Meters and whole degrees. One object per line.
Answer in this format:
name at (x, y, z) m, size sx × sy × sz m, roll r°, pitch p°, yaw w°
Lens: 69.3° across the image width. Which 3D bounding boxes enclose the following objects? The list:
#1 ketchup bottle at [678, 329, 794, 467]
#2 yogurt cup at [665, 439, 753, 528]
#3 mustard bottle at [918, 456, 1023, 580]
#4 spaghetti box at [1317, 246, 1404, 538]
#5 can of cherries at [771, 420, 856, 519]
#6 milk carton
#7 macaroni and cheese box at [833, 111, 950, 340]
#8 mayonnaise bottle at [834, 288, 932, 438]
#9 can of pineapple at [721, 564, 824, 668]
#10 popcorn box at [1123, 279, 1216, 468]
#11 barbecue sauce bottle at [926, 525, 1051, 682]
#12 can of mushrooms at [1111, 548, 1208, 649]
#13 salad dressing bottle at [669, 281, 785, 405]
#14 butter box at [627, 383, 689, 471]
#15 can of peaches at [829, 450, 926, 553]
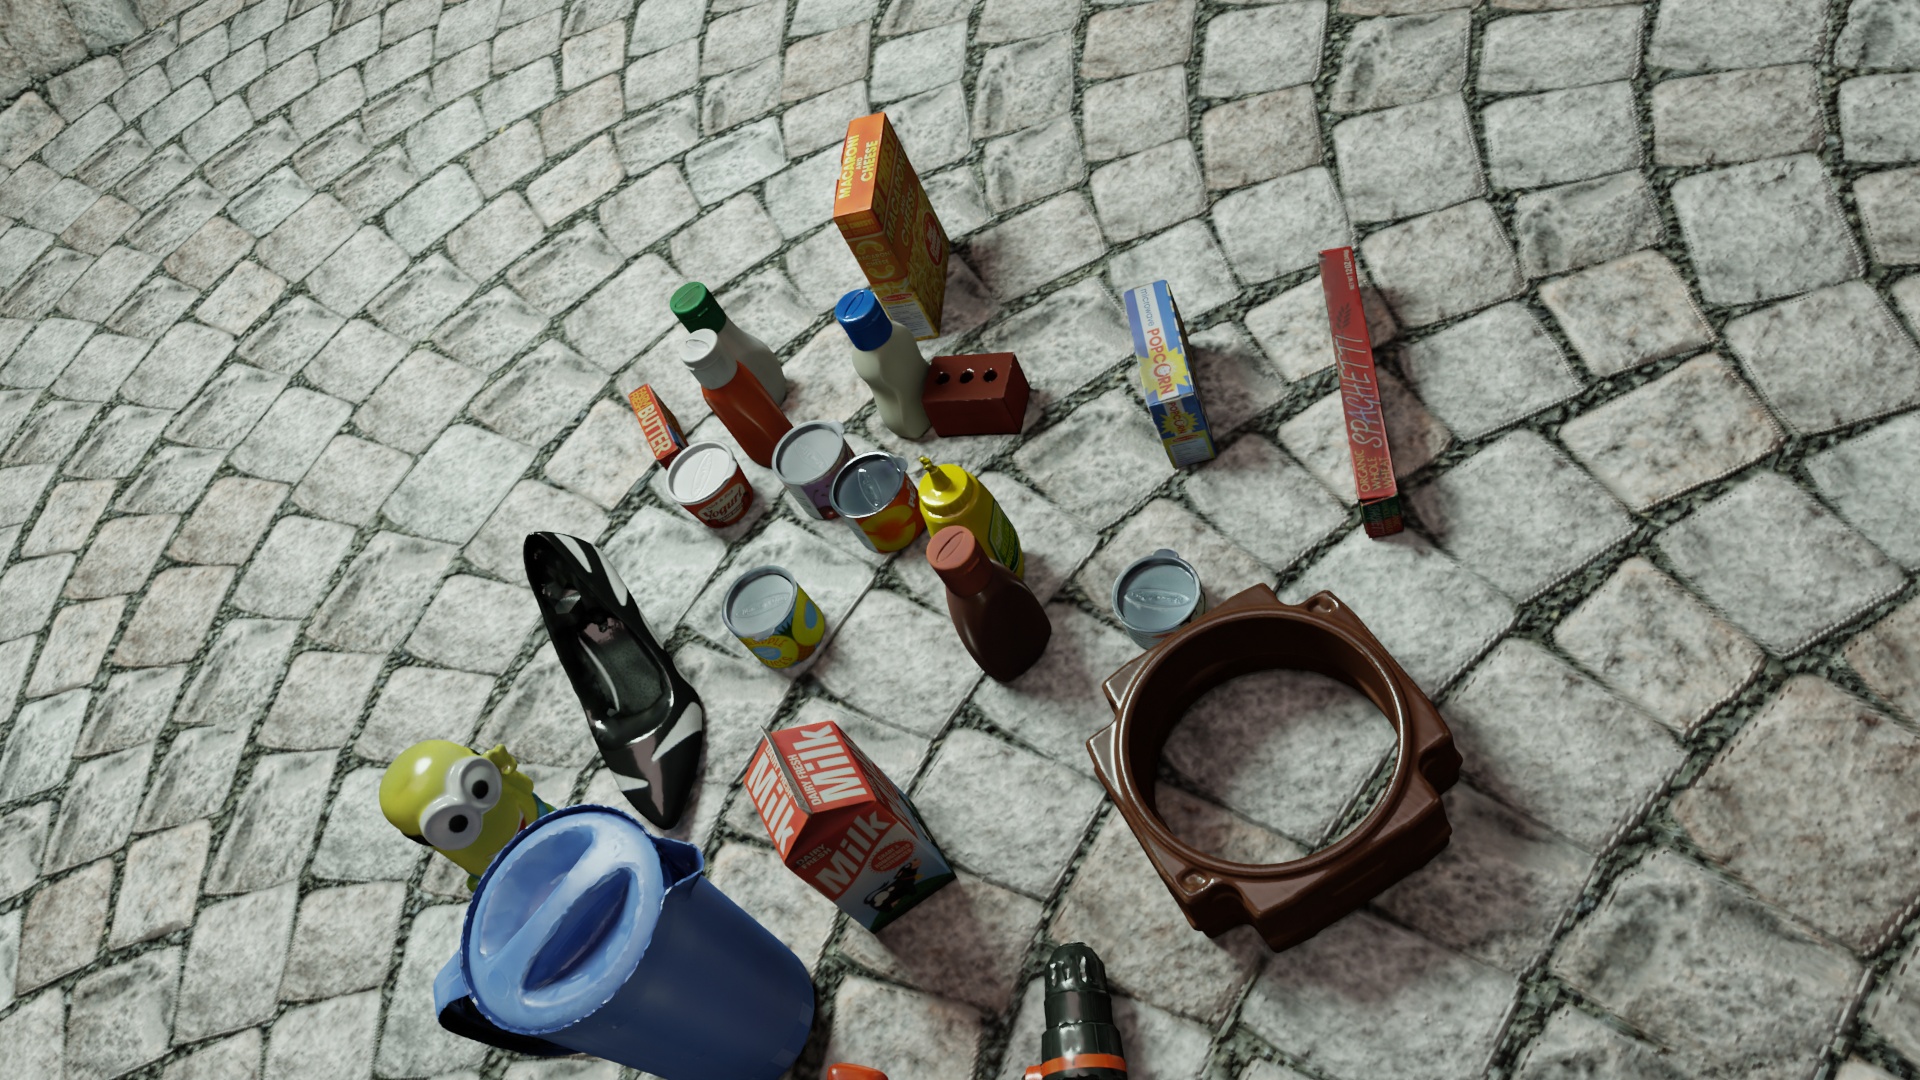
ketchup bottle at (-0.194, -0.123, 1.213) m, size 0.065 × 0.148 × 0.044 m, roll 19°, pitch 67°, yaw 33°
yogurt cup at (-0.220, -0.047, 1.232) m, size 0.072 × 0.053 × 0.073 m, roll -11°, pitch 54°, yaw 16°
mustard bottle at (0.004, -0.013, 1.043) m, size 0.049 × 0.159 × 0.065 m, roll -6°, pitch 56°, yaw 20°
spaghetti box at (0.303, -0.118, 1.057) m, size 0.028 × 0.050 × 0.251 m, roll -10°, pitch 54°, yaw 17°
can of cherries at (-0.118, -0.061, 1.195) m, size 0.071 × 0.058 × 0.072 m, roll -11°, pitch 54°, yaw 16°
milk carton at (-0.079, 0.186, 0.922) m, size 0.073 × 0.190 × 0.072 m, roll -35°, pitch 51°, yaw -2°
macaroni and cheese box at (-0.060, -0.279, 1.251) m, size 0.040 × 0.166 × 0.124 m, roll -8°, pitch 55°, yaw 19°
mayonnaise bottle at (-0.060, -0.151, 1.175) m, size 0.041 × 0.147 × 0.065 m, roll 17°, pitch 66°, yaw 32°
can of pineapple at (-0.151, 0.064, 1.123) m, size 0.071 × 0.057 × 0.071 m, roll -11°, pitch 54°, yaw 16°
popcorn box at (0.166, -0.133, 1.104) m, size 0.038 × 0.085 × 0.127 m, roll -16°, pitch 53°, yaw 13°
barbecue sauce bottle at (0.019, 0.044, 1.005) m, size 0.044 × 0.148 × 0.065 m, roll 31°, pitch 74°, yaw 36°
can of mushrooms at (0.148, 0.044, 1.023) m, size 0.071 × 0.033 × 0.071 m, roll -11°, pitch 54°, yaw 16°
salad dressing bottle at (-0.210, -0.172, 1.254) m, size 0.064 × 0.147 × 0.044 m, roll -43°, pitch 52°, yaw -9°
butter box at (-0.274, -0.096, 1.290) m, size 0.024 × 0.053 × 0.104 m, roll -33°, pitch 51°, yaw 0°
can of peaches at (-0.065, -0.032, 1.152) m, size 0.071 × 0.058 × 0.071 m, roll -11°, pitch 54°, yaw 16°
